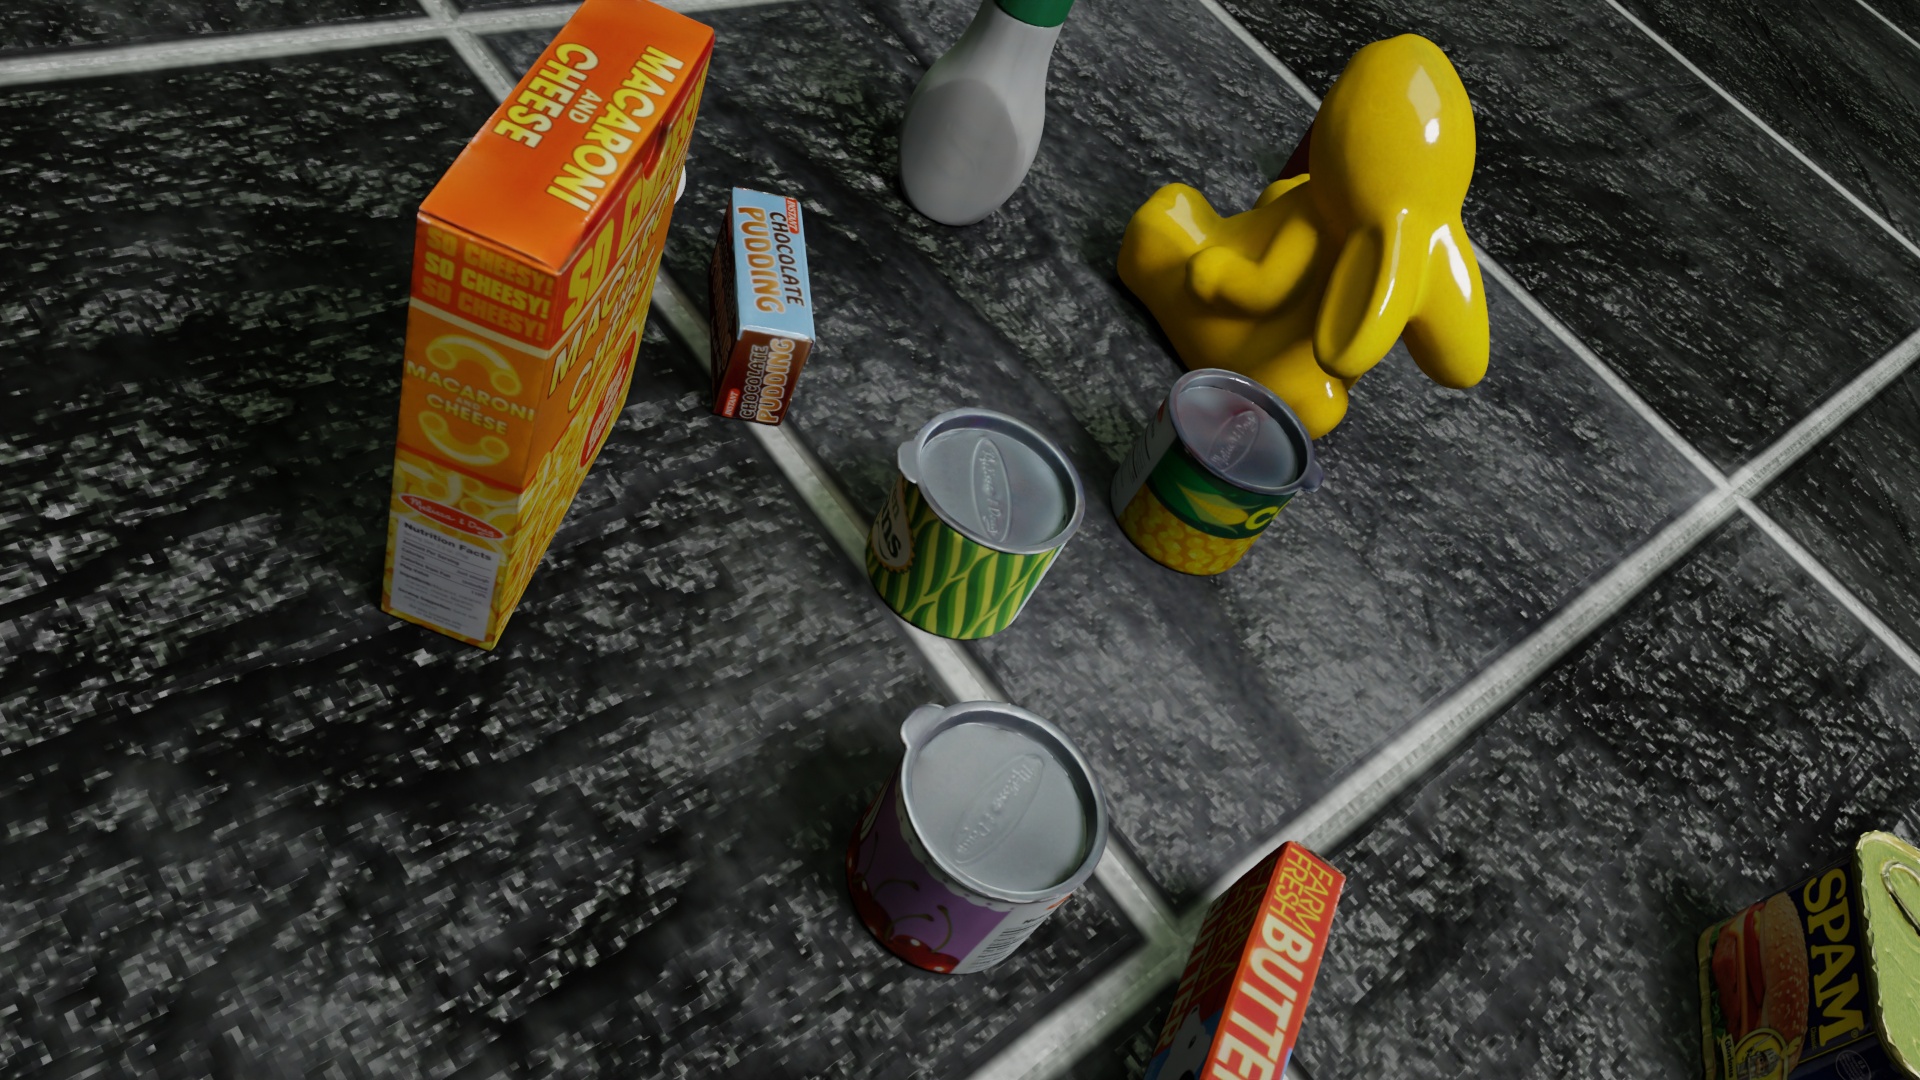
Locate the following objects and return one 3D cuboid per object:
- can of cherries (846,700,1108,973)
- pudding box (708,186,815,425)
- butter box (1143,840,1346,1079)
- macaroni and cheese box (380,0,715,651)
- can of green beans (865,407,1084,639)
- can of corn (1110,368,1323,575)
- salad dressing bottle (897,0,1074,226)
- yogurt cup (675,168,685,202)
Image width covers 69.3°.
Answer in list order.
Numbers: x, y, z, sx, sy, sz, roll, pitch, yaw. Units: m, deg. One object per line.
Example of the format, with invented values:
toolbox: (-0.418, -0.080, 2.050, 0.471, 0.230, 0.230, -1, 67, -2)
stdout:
can of cherries: (0.002, 0.090, 0.431, 0.071, 0.058, 0.072, 13, 49, -16)
pudding box: (-0.080, -0.093, 0.549, 0.030, 0.049, 0.084, 7, 51, -21)
butter box: (0.084, 0.146, 0.429, 0.024, 0.052, 0.104, 34, 46, 3)
macaroni and cheese box: (-0.126, -0.063, 0.422, 0.040, 0.165, 0.124, 22, 47, -8)
can of green beans: (0.004, -0.006, 0.512, 0.071, 0.057, 0.071, 13, 49, -16)
can of corn: (0.105, -0.026, 0.577, 0.071, 0.058, 0.071, 13, 49, -16)
salad dressing bottle: (0.017, -0.211, 0.625, 0.064, 0.146, 0.044, 29, 46, -1)
yogurt cup: (-0.147, -0.131, 0.545, 0.072, 0.053, 0.073, 13, 49, -16)
